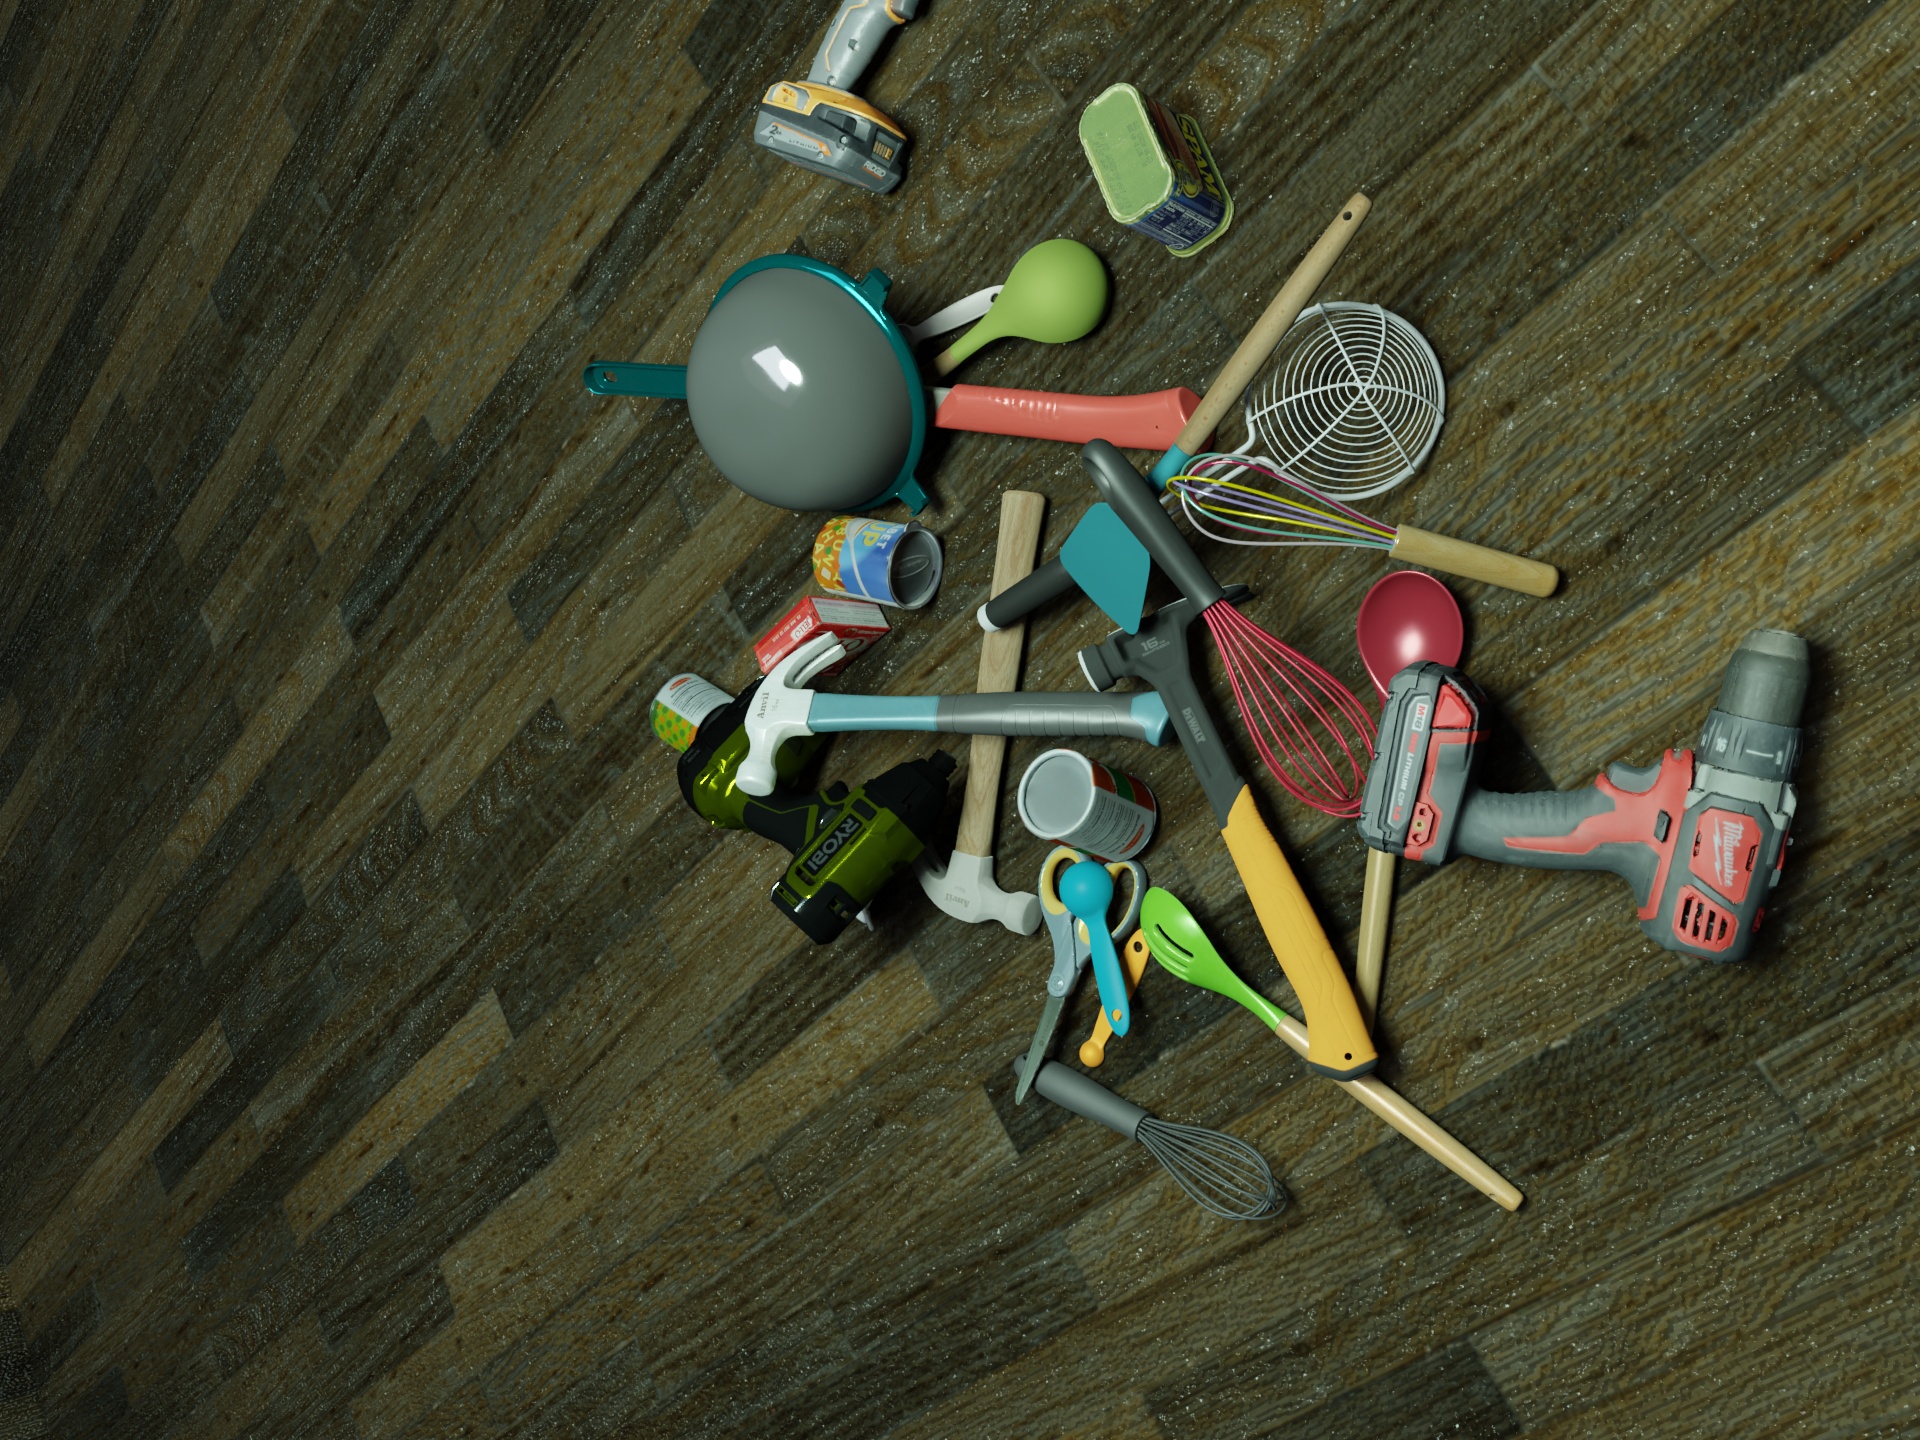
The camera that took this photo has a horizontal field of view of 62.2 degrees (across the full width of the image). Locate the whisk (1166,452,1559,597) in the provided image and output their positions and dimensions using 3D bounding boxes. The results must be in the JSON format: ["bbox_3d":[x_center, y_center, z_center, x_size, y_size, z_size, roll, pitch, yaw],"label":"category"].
[{"bbox_3d":[0.247,-0.118,0.985,0.245,0.051,0.047,16,143,4],"label":"whisk"}]

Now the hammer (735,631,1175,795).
[{"bbox_3d":[-0.002,-0.004,1.171,0.331,0.033,0.128,0,62,18],"label":"hammer"}]

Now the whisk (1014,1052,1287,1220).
[{"bbox_3d":[0.127,0.291,1.130,0.239,0.055,0.055,20,102,41],"label":"whisk"}]

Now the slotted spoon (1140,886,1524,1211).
[{"bbox_3d":[0.234,0.216,1.055,0.314,0.031,0.070,37,148,28],"label":"slotted spoon"}]

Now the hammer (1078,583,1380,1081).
[{"bbox_3d":[0.199,0.074,1.054,0.127,0.034,0.337,-26,73,11],"label":"hammer"}]

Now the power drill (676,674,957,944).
[{"bbox_3d":[-0.113,0.056,1.251,0.171,0.080,0.223,-47,44,-9],"label":"power drill"}]

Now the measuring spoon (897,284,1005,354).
[{"bbox_3d":[-0.010,-0.315,1.265,0.124,0.018,0.034,-19,70,29],"label":"measuring spoon"}]

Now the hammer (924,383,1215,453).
[{"bbox_3d":[0.020,-0.226,1.202,0.359,0.037,0.149,12,127,30],"label":"hammer"}]

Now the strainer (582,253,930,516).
[{"bbox_3d":[-0.191,-0.250,1.249,0.340,0.095,0.210,10,126,30],"label":"strainer"}]

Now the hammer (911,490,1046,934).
[{"bbox_3d":[0.024,-0.010,1.222,0.130,0.031,0.331,12,96,37],"label":"hammer"}]

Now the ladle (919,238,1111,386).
[{"bbox_3d":[-0.012,-0.274,1.254,0.320,0.062,0.078,-28,73,41],"label":"ladle"}]

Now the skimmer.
[{"bbox_3d":[0.158,-0.154,1.100,0.363,0.090,0.127,-30,91,39],"label":"skimmer"}]

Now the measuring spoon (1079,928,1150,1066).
[{"bbox_3d":[0.113,0.203,1.163,0.021,0.011,0.117,32,108,33],"label":"measuring spoon"}]

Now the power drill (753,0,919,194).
[{"bbox_3d":[-0.056,-0.542,1.262,0.185,0.084,0.226,29,102,33],"label":"power drill"}]

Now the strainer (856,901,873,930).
[{"bbox_3d":[-0.138,0.096,1.341,0.259,0.050,0.086,32,152,39],"label":"strainer"}]

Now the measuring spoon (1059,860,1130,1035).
[{"bbox_3d":[0.097,0.162,1.138,0.042,0.021,0.129,-23,70,29],"label":"measuring spoon"}]

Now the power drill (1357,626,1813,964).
[{"bbox_3d":[0.363,0.023,0.921,0.227,0.080,0.188,15,99,26],"label":"power drill"}]

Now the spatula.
[{"bbox_3d":[0.162,-0.195,1.014,0.082,0.044,0.317,49,121,23],"label":"spatula"}]

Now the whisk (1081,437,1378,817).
[{"bbox_3d":[0.171,-0.059,1.007,0.073,0.073,0.296,-37,91,31],"label":"whisk"}]

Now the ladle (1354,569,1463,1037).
[{"bbox_3d":[0.277,0.061,1.029,0.069,0.031,0.315,9,97,33],"label":"ladle"}]
